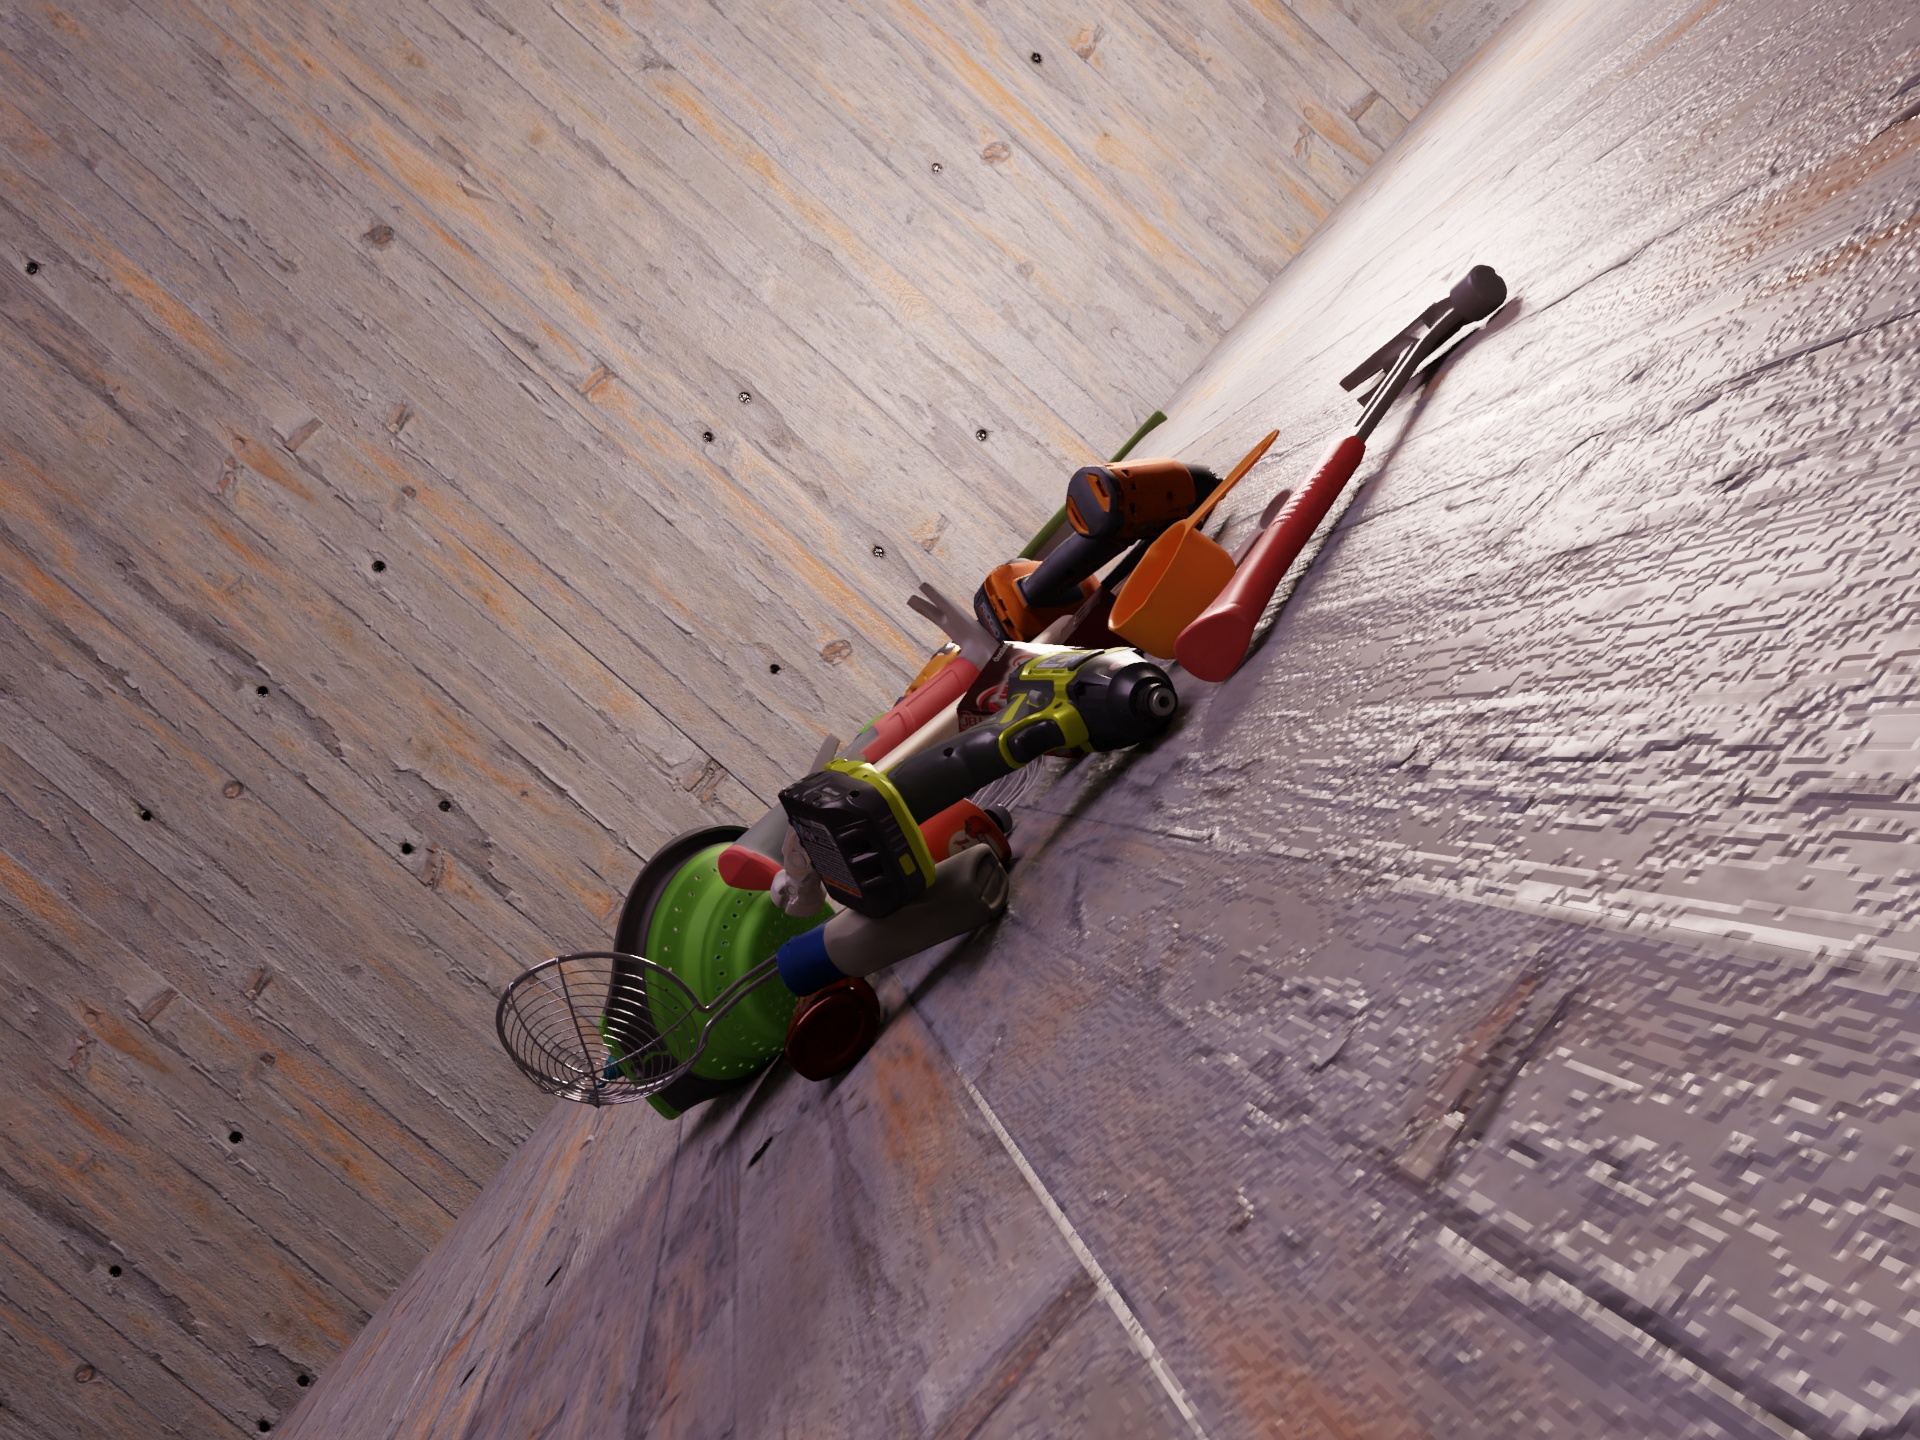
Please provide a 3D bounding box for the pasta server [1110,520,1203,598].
[{"bbox_3d":[0.105,-0.065,1.401,0.316,0.040,0.060,-44,6,30],"label":"pasta server"}]

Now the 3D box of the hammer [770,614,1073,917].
[{"bbox_3d":[-0.002,-0.004,1.212,0.411,0.038,0.146,-39,-24,-51],"label":"hammer"}]

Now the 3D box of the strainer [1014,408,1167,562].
[{"bbox_3d":[0.129,-0.192,1.570,0.256,0.069,0.151,-46,2,20],"label":"strainer"}]

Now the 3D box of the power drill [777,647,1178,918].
[{"bbox_3d":[0.016,0.026,0.951,0.223,0.080,0.171,-30,12,-17],"label":"power drill"}]

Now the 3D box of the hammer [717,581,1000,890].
[{"bbox_3d":[-0.076,0.012,1.262,0.038,0.143,0.386,-47,-4,40],"label":"hammer"}]

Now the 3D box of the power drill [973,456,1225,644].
[{"bbox_3d":[0.127,-0.149,1.397,0.164,0.084,0.226,-12,-22,-37],"label":"power drill"}]

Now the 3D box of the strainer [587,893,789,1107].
[{"bbox_3d":[-0.176,0.210,1.387,0.211,0.095,0.340,-44,7,33],"label":"strainer"}]

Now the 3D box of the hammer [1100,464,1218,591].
[{"bbox_3d":[0.127,-0.110,1.558,0.334,0.035,0.146,-46,5,26],"label":"hammer"}]

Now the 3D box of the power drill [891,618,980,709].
[{"bbox_3d":[-0.033,0.012,1.517,0.185,0.084,0.226,-54,-5,-48],"label":"power drill"}]

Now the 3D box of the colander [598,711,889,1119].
[{"bbox_3d":[-0.115,0.126,1.227,0.094,0.204,0.397,-4,37,36],"label":"colander"}]

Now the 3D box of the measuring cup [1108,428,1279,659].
[{"bbox_3d":[0.168,-0.112,1.042,0.173,0.052,0.095,-50,12,28],"label":"measuring cup"}]

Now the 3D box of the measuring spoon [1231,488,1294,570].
[{"bbox_3d":[0.193,-0.105,1.088,0.124,0.018,0.034,-54,16,24],"label":"measuring spoon"}]

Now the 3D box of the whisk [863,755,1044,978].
[{"bbox_3d":[-0.031,0.111,1.155,0.284,0.070,0.070,-54,6,-10],"label":"whisk"}]

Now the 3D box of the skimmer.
[{"bbox_3d":[-0.124,0.134,1.049,0.363,0.090,0.127,-31,-46,-31],"label":"skimmer"}]

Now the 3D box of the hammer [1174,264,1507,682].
[{"bbox_3d":[0.225,-0.149,0.998,0.359,0.036,0.149,-51,6,-32],"label":"hammer"}]
